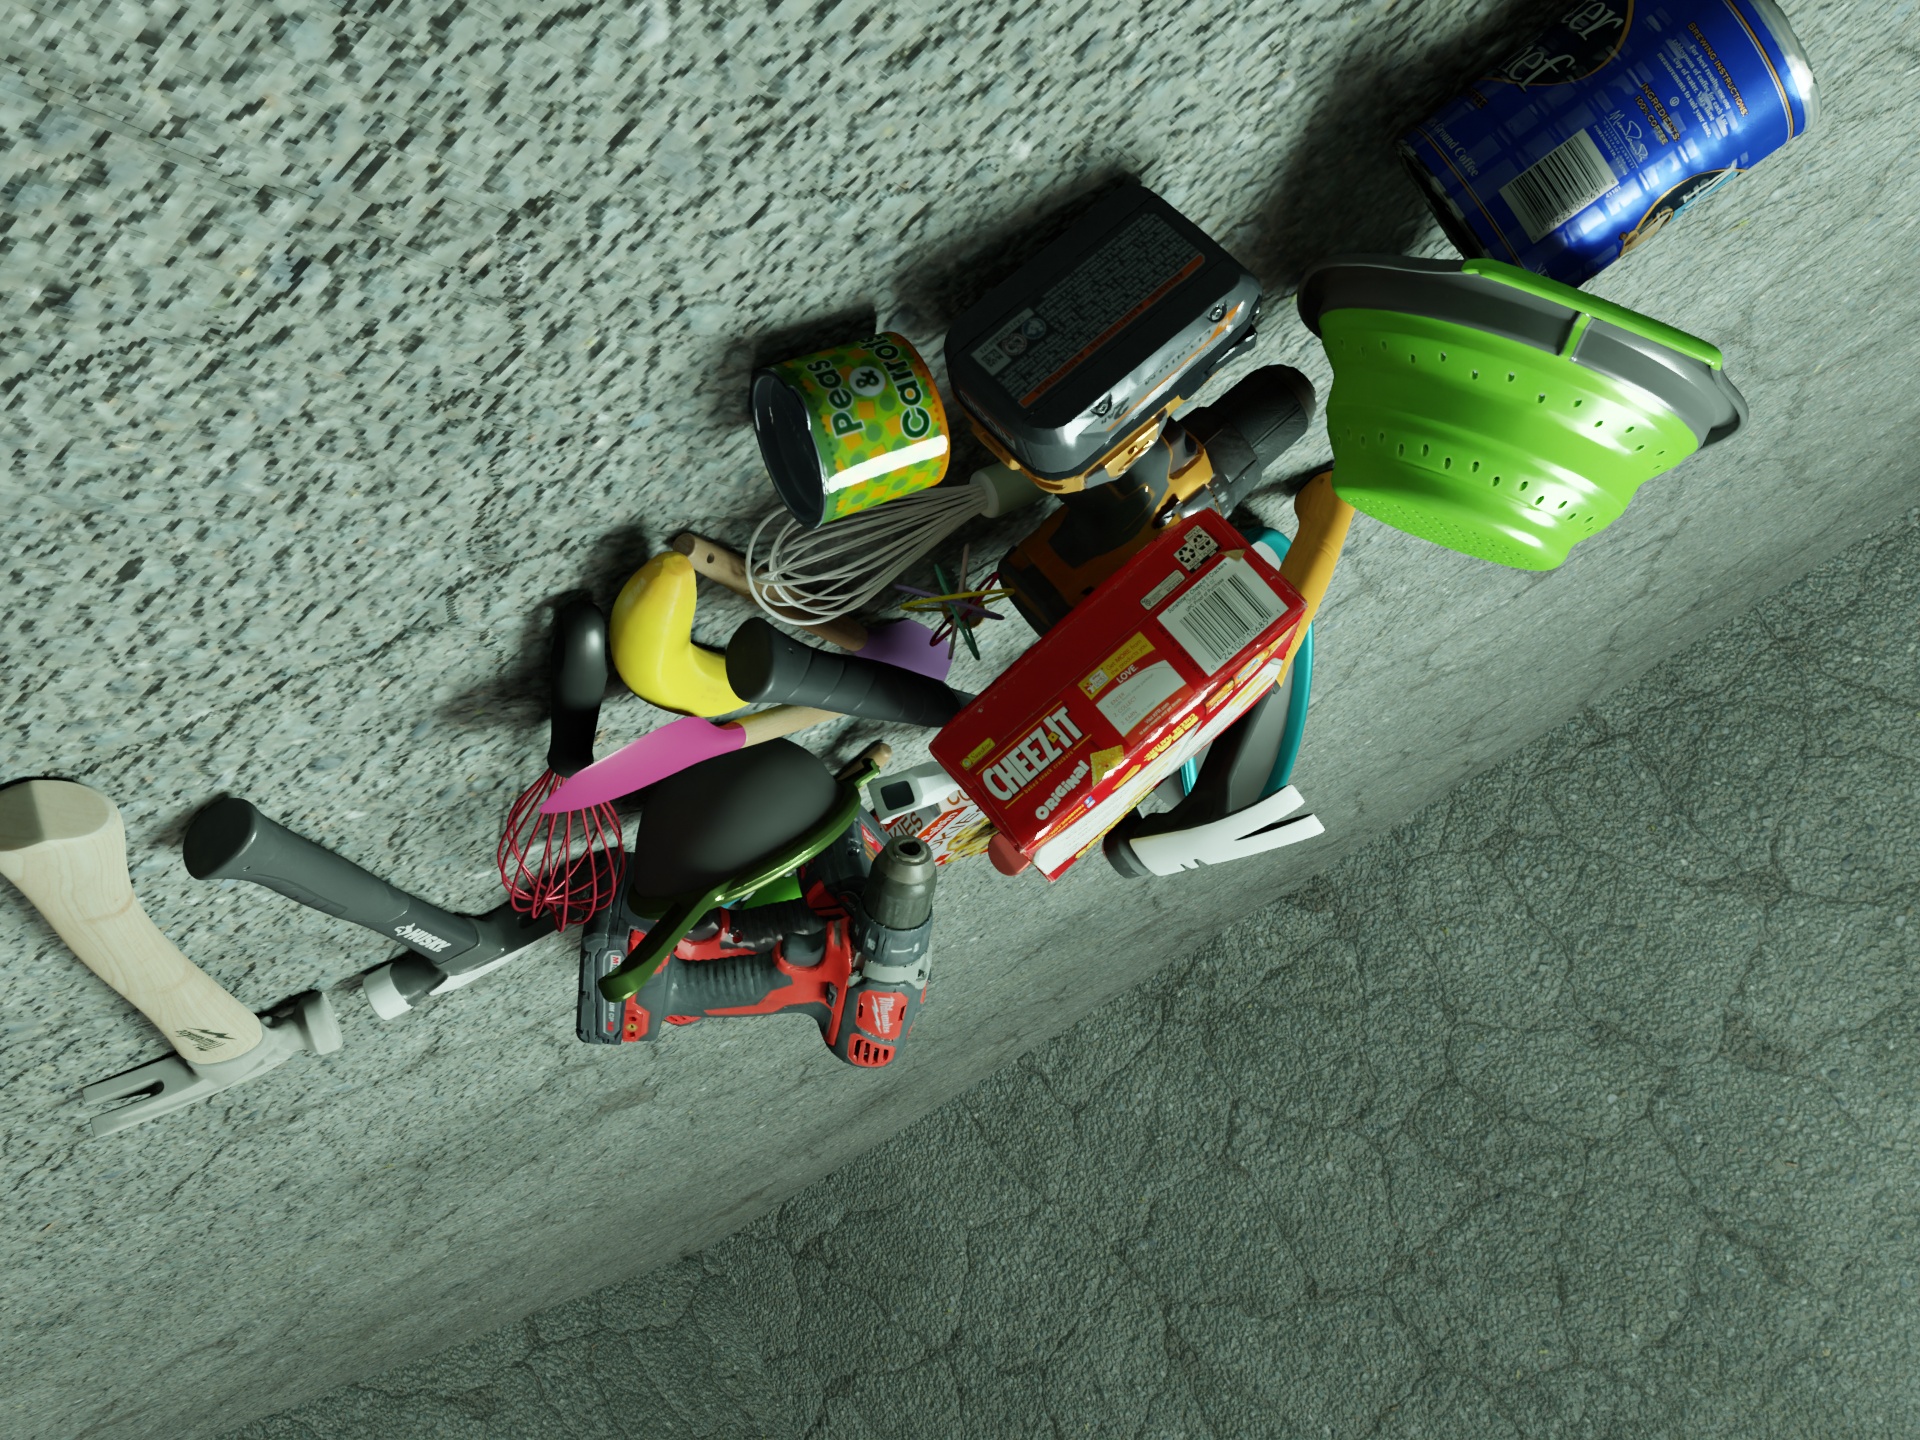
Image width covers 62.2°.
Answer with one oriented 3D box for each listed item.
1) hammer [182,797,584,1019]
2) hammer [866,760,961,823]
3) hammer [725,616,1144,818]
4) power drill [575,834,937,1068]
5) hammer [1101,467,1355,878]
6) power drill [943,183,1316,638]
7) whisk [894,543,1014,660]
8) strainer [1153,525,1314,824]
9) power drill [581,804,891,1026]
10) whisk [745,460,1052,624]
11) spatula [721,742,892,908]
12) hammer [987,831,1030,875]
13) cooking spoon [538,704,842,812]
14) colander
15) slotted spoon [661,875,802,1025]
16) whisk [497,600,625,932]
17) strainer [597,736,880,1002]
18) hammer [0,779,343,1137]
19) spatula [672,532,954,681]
[{"bbox_3d":[-0.319,0.099,0.877,0.146,0.035,0.334,-27,162,-5],"label":"hammer"},{"bbox_3d":[0.053,0.019,1.147,0.128,0.033,0.331,-21,178,36],"label":"hammer"},{"bbox_3d":[-0.001,-0.003,0.904,0.036,0.149,0.408,-32,160,22],"label":"hammer"},{"bbox_3d":[-0.127,0.142,1.032,0.226,0.080,0.187,7,128,-9],"label":"power drill"},{"bbox_3d":[0.190,-0.045,0.938,0.127,0.034,0.337,-19,-149,42],"label":"hammer"},{"bbox_3d":[0.089,-0.139,0.724,0.185,0.084,0.226,-40,158,-6],"label":"power drill"},{"bbox_3d":[0.004,-0.058,0.822,0.047,0.051,0.245,-37,-179,3],"label":"whisk"},{"bbox_3d":[0.125,-0.040,1.018,0.095,0.211,0.340,9,174,33],"label":"strainer"},{"bbox_3d":[-0.153,0.139,1.128,0.219,0.079,0.143,-23,139,11],"label":"power drill"},{"bbox_3d":[0.005,-0.110,0.785,0.246,0.059,0.058,-25,-161,-24],"label":"whisk"},{"bbox_3d":[-0.143,0.117,1.177,0.082,0.044,0.317,18,134,-34],"label":"spatula"},{"bbox_3d":[0.142,0.065,1.398,0.359,0.037,0.149,-23,163,-46],"label":"hammer"},{"bbox_3d":[-0.106,0.003,0.867,0.068,0.017,0.319,-39,171,32],"label":"cooking spoon"},{"bbox_3d":[0.241,-0.135,0.807,0.397,0.204,0.094,-57,169,-85],"label":"colander"},{"bbox_3d":[-0.204,0.201,1.348,0.070,0.031,0.313,-12,158,-41],"label":"slotted spoon"},{"bbox_3d":[-0.204,0.031,0.829,0.073,0.073,0.295,-19,155,-27],"label":"whisk"},{"bbox_3d":[-0.151,0.069,0.889,0.151,0.069,0.256,-19,-166,19],"label":"strainer"},{"bbox_3d":[-0.422,0.130,0.807,0.146,0.038,0.410,-21,160,-20],"label":"hammer"},{"bbox_3d":[-0.068,-0.048,0.859,0.060,0.018,0.315,-68,156,-3],"label":"spatula"}]
